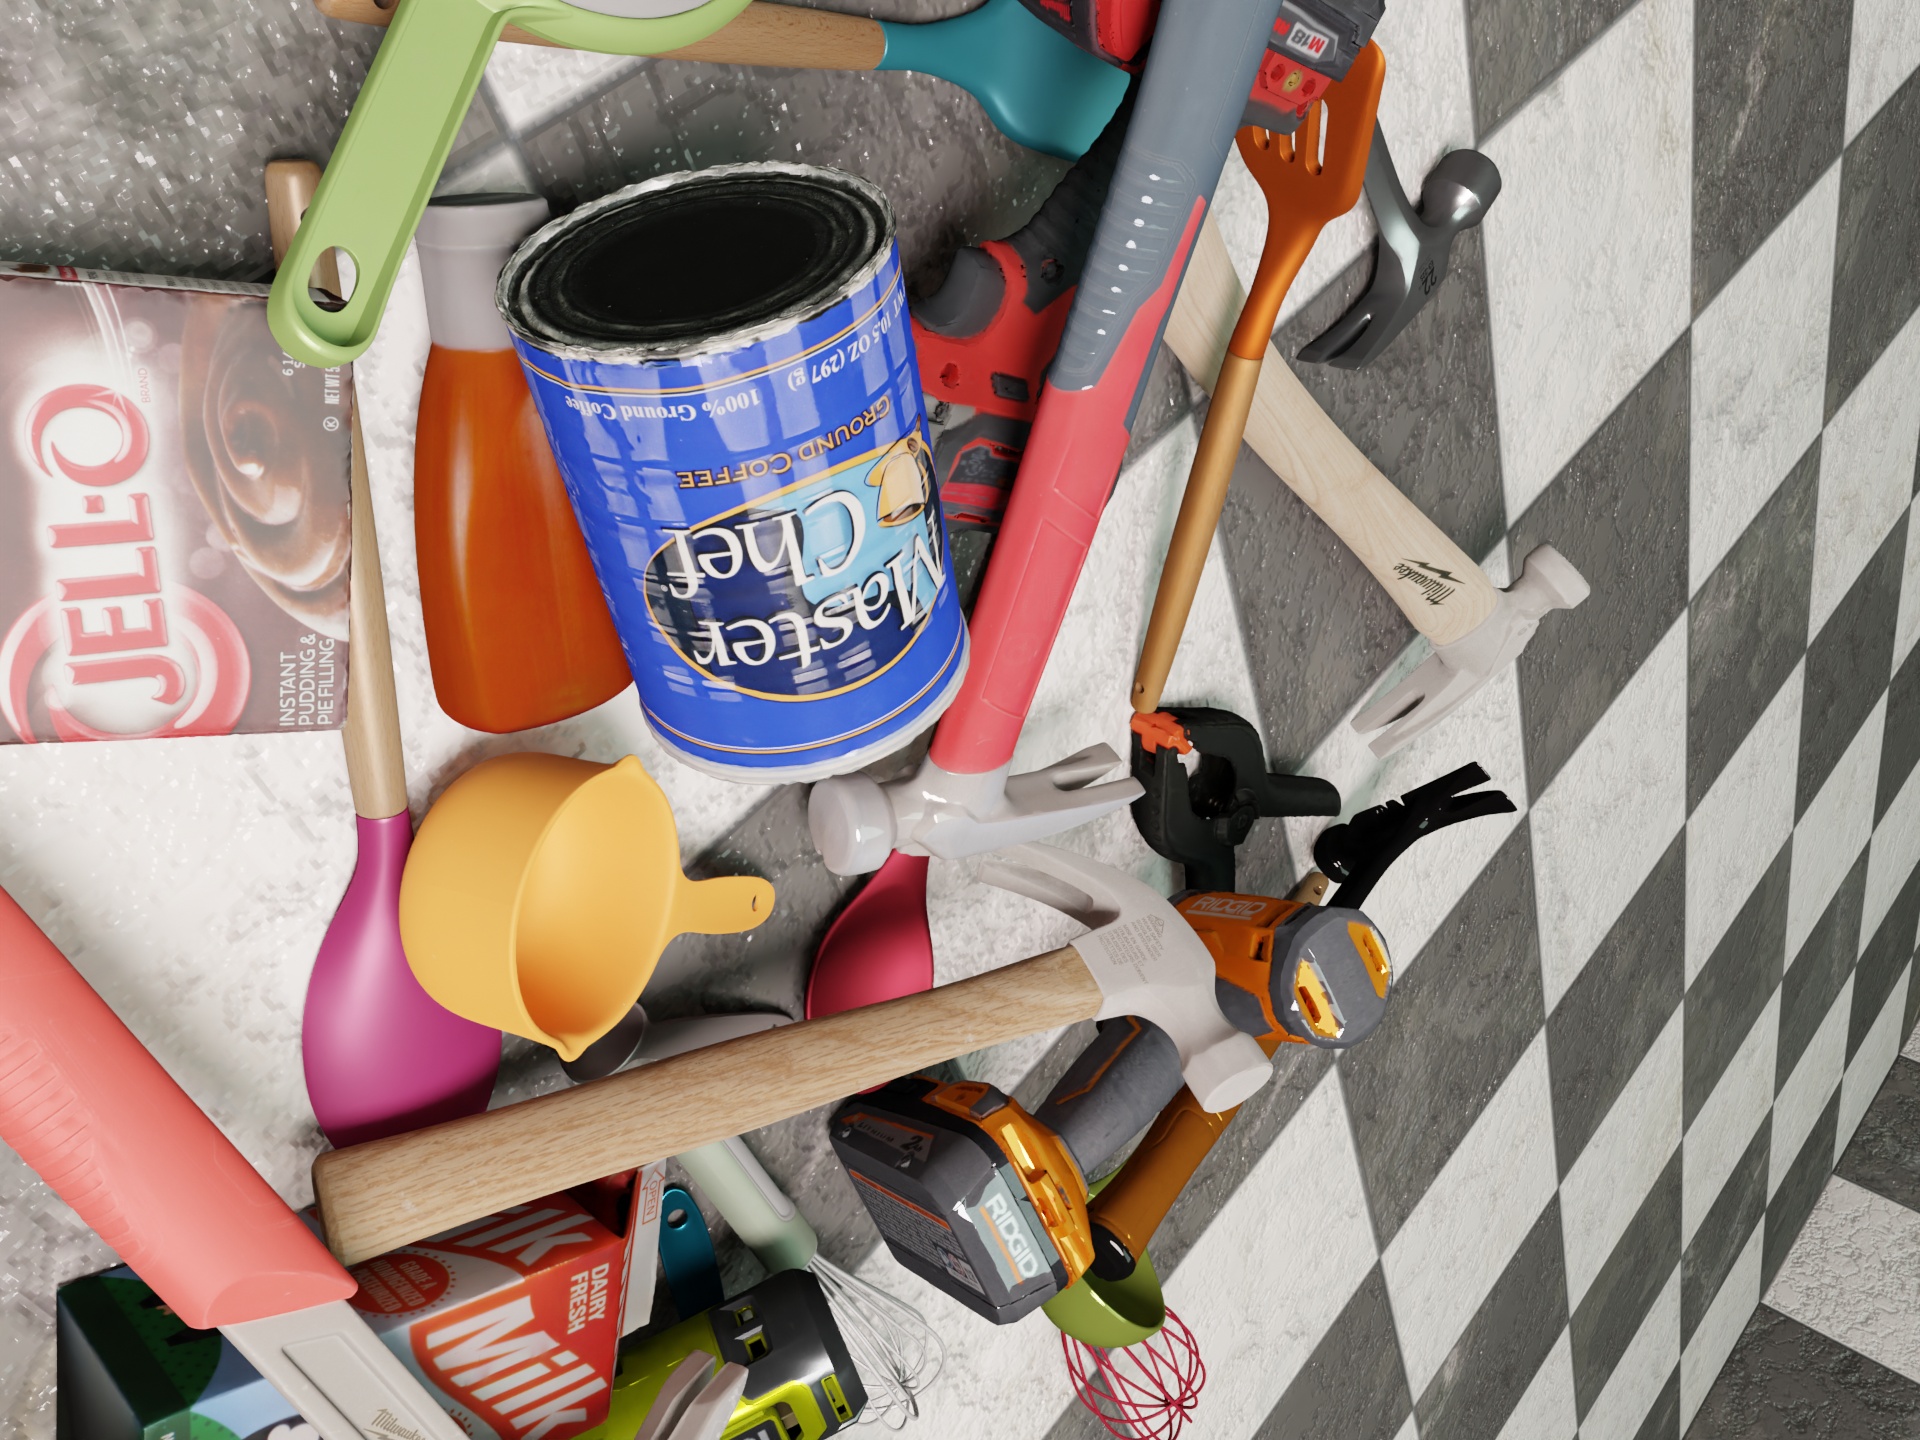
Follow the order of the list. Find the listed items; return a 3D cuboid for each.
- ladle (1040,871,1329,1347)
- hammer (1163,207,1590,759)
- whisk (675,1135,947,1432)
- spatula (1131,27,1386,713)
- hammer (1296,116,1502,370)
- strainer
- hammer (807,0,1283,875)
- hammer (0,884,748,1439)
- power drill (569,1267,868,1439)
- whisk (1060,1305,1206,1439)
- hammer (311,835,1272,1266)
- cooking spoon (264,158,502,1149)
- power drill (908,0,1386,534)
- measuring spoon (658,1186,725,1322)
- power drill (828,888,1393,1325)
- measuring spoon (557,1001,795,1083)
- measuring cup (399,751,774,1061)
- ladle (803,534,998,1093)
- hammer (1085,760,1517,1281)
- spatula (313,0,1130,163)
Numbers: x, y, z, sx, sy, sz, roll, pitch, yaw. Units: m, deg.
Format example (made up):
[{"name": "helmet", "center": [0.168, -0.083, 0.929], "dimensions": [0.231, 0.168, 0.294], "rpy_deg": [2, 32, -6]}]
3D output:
[{"name": "ladle", "center": [0.130, 0.183, 0.822], "dimensions": [0.078, 0.062, 0.320], "rpy_deg": [44, 53, -3]}, {"name": "hammer", "center": [0.168, -0.112, 0.756], "dimensions": [0.146, 0.038, 0.410], "rpy_deg": [-43, 135, 14]}, {"name": "whisk", "center": [-0.067, 0.226, 0.666], "dimensions": [0.059, 0.058, 0.246], "rpy_deg": [-26, 126, 0]}, {"name": "spatula", "center": [0.103, -0.126, 0.644], "dimensions": [0.041, 0.081, 0.322], "rpy_deg": [-23, 140, -34]}, {"name": "hammer", "center": [0.134, -0.315, 0.647], "dimensions": [0.144, 0.035, 0.405], "rpy_deg": [-56, 138, -14]}, {"name": "strainer", "center": [-0.097, -0.201, 0.379], "dimensions": [0.151, 0.069, 0.256], "rpy_deg": [30, 71, -42]}, {"name": "hammer", "center": [0.054, -0.102, 0.514], "dimensions": [0.143, 0.038, 0.386], "rpy_deg": [-10, 136, -32]}, {"name": "hammer", "center": [-0.192, 0.119, 0.410], "dimensions": [0.149, 0.037, 0.358], "rpy_deg": [-48, 119, -37]}, {"name": "power drill", "center": [-0.104, 0.335, 0.636], "dimensions": [0.171, 0.080, 0.223], "rpy_deg": [-23, 123, -12]}, {"name": "whisk", "center": [0.060, 0.297, 0.829], "dimensions": [0.073, 0.073, 0.295], "rpy_deg": [-48, 129, -21]}, {"name": "hammer", "center": [-0.052, 0.118, 0.561], "dimensions": [0.331, 0.130, 0.031], "rpy_deg": [-11, 141, -28]}, {"name": "cooking spoon", "center": [-0.174, 0.003, 0.468], "dimensions": [0.068, 0.017, 0.318], "rpy_deg": [-22, 123, -42]}, {"name": "power drill", "center": [0.010, -0.162, 0.513], "dimensions": [0.187, 0.080, 0.226], "rpy_deg": [3, 127, -40]}, {"name": "measuring spoon", "center": [-0.107, 0.241, 0.653], "dimensions": [0.042, 0.021, 0.128], "rpy_deg": [-18, 112, -22]}, {"name": "power drill", "center": [0.060, 0.150, 0.700], "dimensions": [0.226, 0.164, 0.084], "rpy_deg": [-32, 102, -25]}, {"name": "measuring spoon", "center": [-0.106, 0.116, 0.601], "dimensions": [0.124, 0.018, 0.034], "rpy_deg": [15, 103, -56]}, {"name": "measuring cup", "center": [-0.119, 0.057, 0.535], "dimensions": [0.173, 0.052, 0.095], "rpy_deg": [18, 82, -71]}, {"name": "ladle", "center": [-0.001, -0.002, 0.648], "dimensions": [0.069, 0.031, 0.315], "rpy_deg": [17, 92, -45]}, {"name": "hammer", "center": [0.159, 0.140, 0.784], "dimensions": [0.034, 0.127, 0.337], "rpy_deg": [49, 53, -3]}, {"name": "spatula", "center": [-0.040, -0.214, 0.497], "dimensions": [0.317, 0.044, 0.082], "rpy_deg": [-16, 124, -41]}]
